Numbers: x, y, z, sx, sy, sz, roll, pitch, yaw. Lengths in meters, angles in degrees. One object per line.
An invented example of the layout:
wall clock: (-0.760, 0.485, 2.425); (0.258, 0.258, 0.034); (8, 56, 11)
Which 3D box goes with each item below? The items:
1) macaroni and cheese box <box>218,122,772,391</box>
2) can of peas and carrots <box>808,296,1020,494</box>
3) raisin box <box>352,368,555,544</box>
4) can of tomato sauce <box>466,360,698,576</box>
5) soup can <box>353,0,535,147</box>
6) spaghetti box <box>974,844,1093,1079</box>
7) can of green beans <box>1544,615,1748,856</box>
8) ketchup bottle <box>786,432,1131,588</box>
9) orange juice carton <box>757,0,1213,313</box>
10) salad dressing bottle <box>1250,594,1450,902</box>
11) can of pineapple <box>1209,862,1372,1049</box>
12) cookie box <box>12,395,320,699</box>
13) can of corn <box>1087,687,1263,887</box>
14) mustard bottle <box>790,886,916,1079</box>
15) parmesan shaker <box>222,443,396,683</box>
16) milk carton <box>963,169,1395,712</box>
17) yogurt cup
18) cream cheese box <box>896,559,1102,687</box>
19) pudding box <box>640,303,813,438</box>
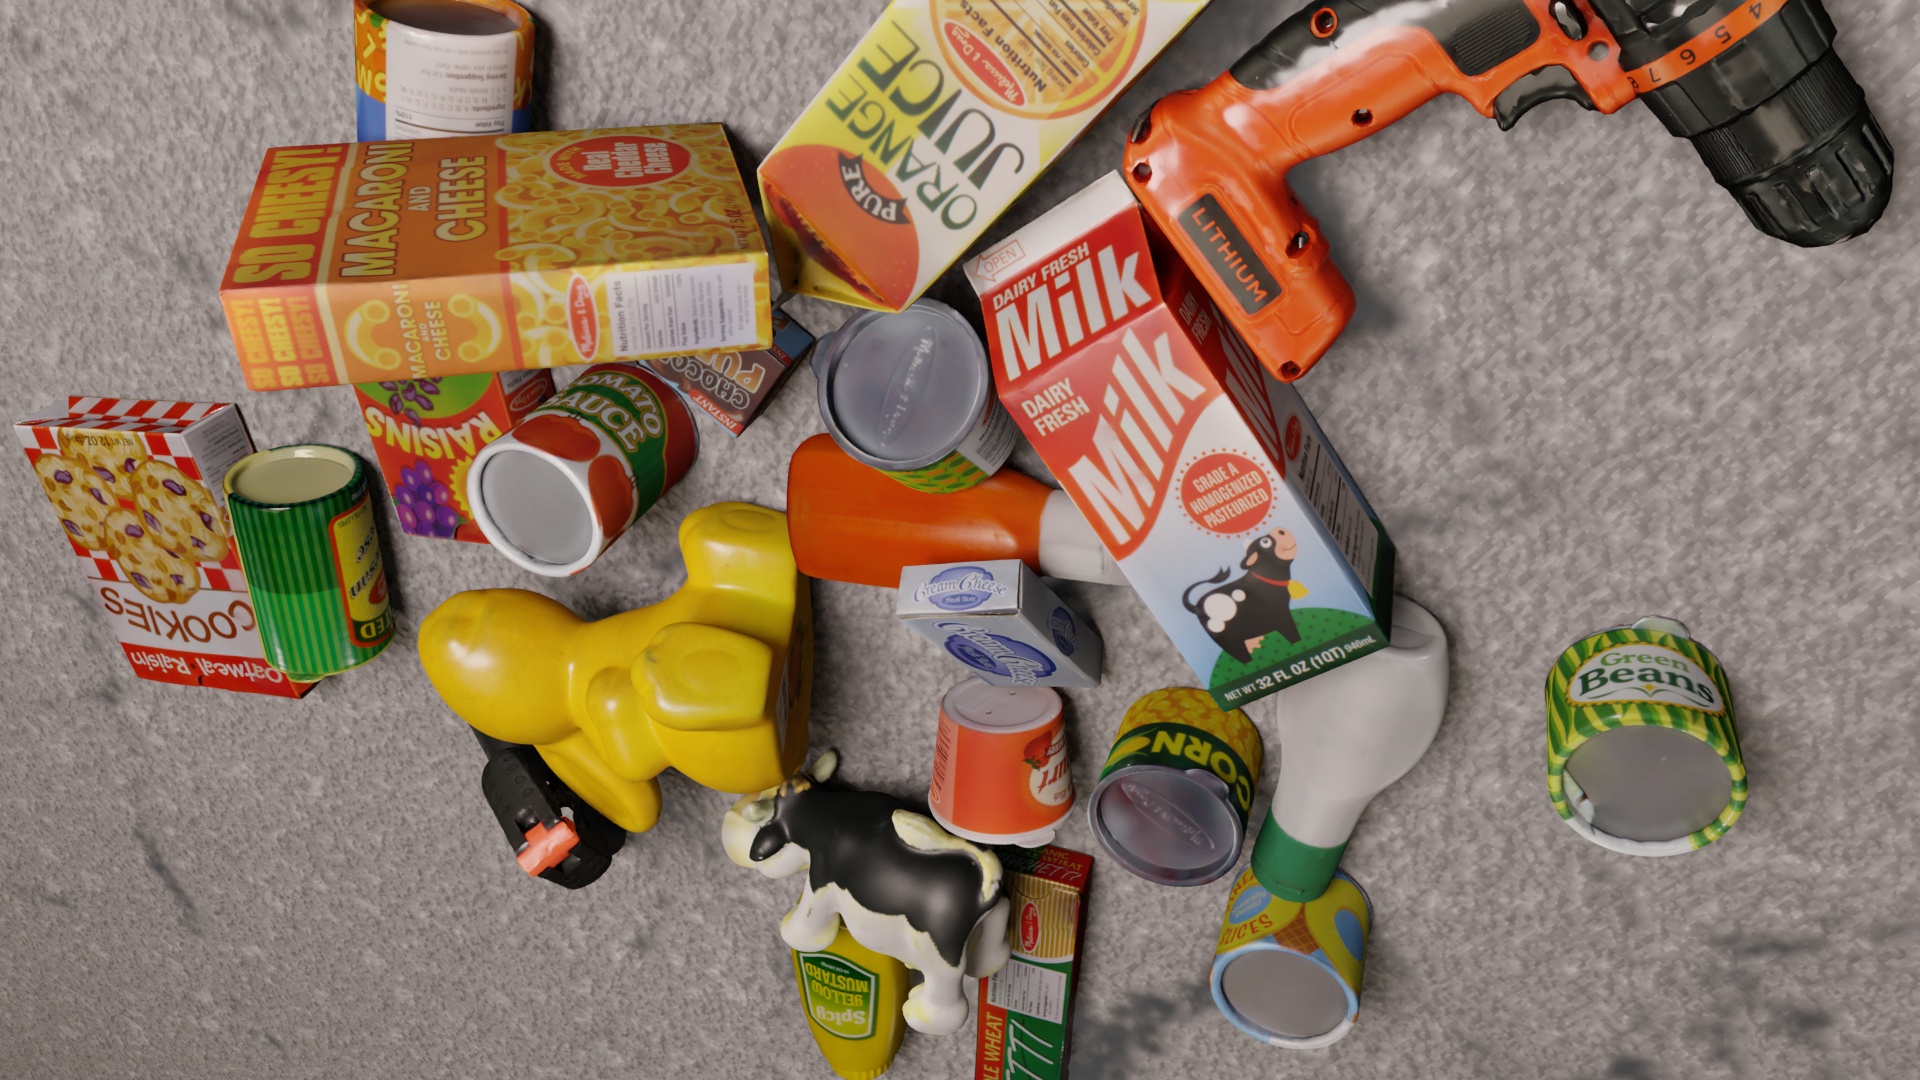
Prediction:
macaroni and cheese box: (-0.159, -0.104, 0.493); (0.167, 0.124, 0.040); (-7, 128, -13)
can of peas and carrots: (-0.016, -0.055, 0.536); (0.071, 0.058, 0.071); (-2, 81, 16)
raisin box: (-0.233, -0.059, 0.649); (0.086, 0.040, 0.122); (4, 122, 19)
can of tomato sauce: (-0.164, -0.034, 0.609); (0.071, 0.083, 0.070); (10, 123, 16)
soup can: (-0.206, -0.172, 0.554); (0.071, 0.072, 0.083); (22, 125, 9)
spaghetti box: (0.035, 0.260, 0.743); (0.050, 0.029, 0.248); (12, 123, 15)
can of green beans: (0.255, 0.075, 0.522); (0.071, 0.058, 0.071); (10, 123, 16)
ketchup bottle: (0.002, -0.007, 0.582); (0.149, 0.044, 0.064); (7, 115, 18)
orange juice carton: (-0.001, -0.148, 0.480); (0.073, 0.072, 0.192); (44, 125, -8)
salad dressing bottle: (0.157, 0.090, 0.581); (0.064, 0.044, 0.146); (17, 126, 9)
can of pineapple: (0.150, 0.186, 0.632); (0.071, 0.058, 0.070); (10, 123, 16)
cookie box: (-0.430, 0.006, 0.768); (0.123, 0.040, 0.166); (4, 121, 20)
can of corn: (0.096, 0.104, 0.604); (0.071, 0.058, 0.070); (10, 123, 16)
mustard bottle: (-0.056, 0.249, 0.760); (0.065, 0.049, 0.159); (11, 123, 19)
parmesan shaker: (-0.333, 0.011, 0.713); (0.071, 0.072, 0.102); (14, 124, 14)
milk carton: (0.081, -0.039, 0.512); (0.072, 0.074, 0.190); (-27, 107, 30)
yogurt cup: (0.019, 0.096, 0.628); (0.072, 0.073, 0.053); (7, 114, 18)
cream cheese box: (0.019, 0.037, 0.580); (0.053, 0.024, 0.103); (-3, 157, 23)
pudding box: (-0.110, -0.090, 0.586); (0.083, 0.030, 0.049); (40, 127, -5)
